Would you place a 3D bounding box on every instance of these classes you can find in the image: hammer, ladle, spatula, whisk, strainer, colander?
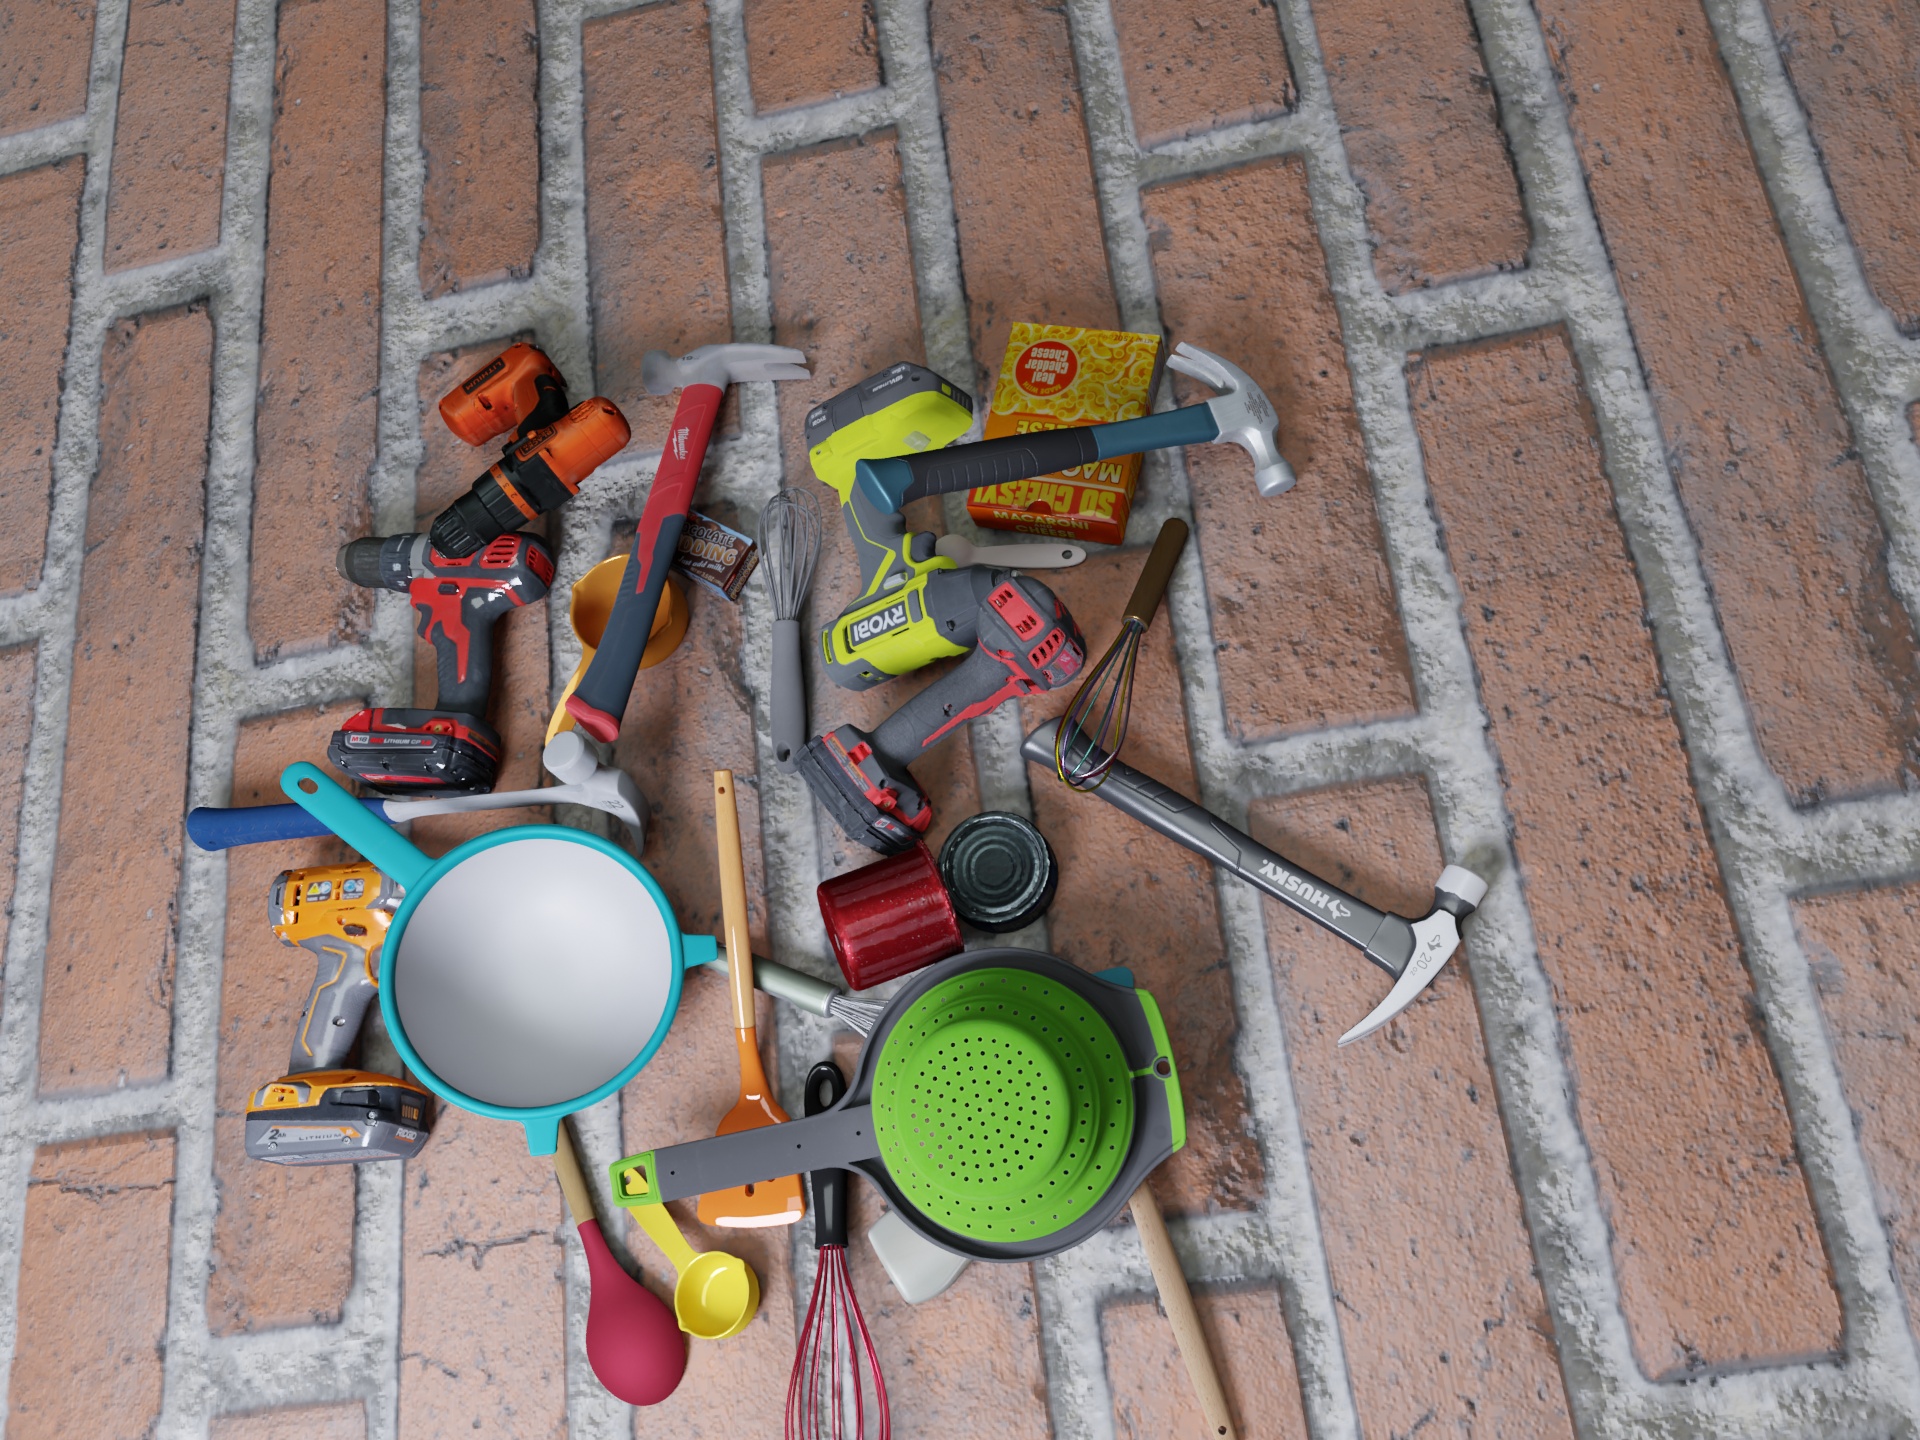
[{"bbox_3d":[-0.430,0.073,1.243,0.405,0.143,0.035,-6,58,20],"label":"hammer"},{"bbox_3d":[0.185,0.094,1.124,0.335,0.035,0.146,30,80,21],"label":"hammer"},{"bbox_3d":[-0.277,0.339,1.153,0.069,0.031,0.316,-28,66,2],"label":"ladle"},{"bbox_3d":[-0.221,-0.151,1.248,0.143,0.038,0.387,1,56,12],"label":"hammer"},{"bbox_3d":[0.125,0.323,1.067,0.082,0.044,0.318,-20,73,5],"label":"spatula"},{"bbox_3d":[-0.158,0.196,1.135,0.081,0.041,0.322,-4,92,12],"label":"spatula"},{"bbox_3d":[0.122,-0.050,1.168,0.047,0.051,0.245,26,63,-1],"label":"whisk"},{"bbox_3d":[-0.134,-0.074,1.253,0.055,0.055,0.239,-5,75,11],"label":"whisk"},{"bbox_3d":[-0.359,0.150,1.172,0.340,0.095,0.211,37,70,6],"label":"strainer"},{"bbox_3d":[0.084,-0.201,1.175,0.331,0.033,0.128,-13,75,-18],"label":"hammer"},{"bbox_3d":[-0.085,0.206,1.143,0.246,0.057,0.059,17,84,23],"label":"whisk"},{"bbox_3d":[-0.088,0.378,1.080,0.073,0.073,0.296,-9,63,10],"label":"whisk"},{"bbox_3d":[-0.057,0.267,1.033,0.397,0.094,0.205,-14,77,9],"label":"colander"}]

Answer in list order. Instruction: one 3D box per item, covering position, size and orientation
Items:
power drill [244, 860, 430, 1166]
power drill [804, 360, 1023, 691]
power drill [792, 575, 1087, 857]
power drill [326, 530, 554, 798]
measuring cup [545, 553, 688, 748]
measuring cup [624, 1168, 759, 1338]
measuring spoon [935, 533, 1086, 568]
[{"bbox_3d":[-0.449,0.214,1.207,0.164,0.084,0.227,-7,66,10],"label":"power drill"},{"bbox_3d":[-0.038,-0.151,1.218,0.171,0.080,0.223,-22,67,29],"label":"power drill"},{"bbox_3d":[-0.002,-0.004,1.151,0.219,0.143,0.079,-41,67,4],"label":"power drill"},{"bbox_3d":[-0.444,-0.056,1.301,0.188,0.080,0.227,3,69,14],"label":"power drill"},{"bbox_3d":[-0.280,-0.047,1.272,0.095,0.052,0.174,21,79,19],"label":"measuring cup"},{"bbox_3d":[-0.198,0.372,1.128,0.062,0.029,0.157,-47,56,-4],"label":"measuring cup"},{"bbox_3d":[0.036,-0.132,1.245,0.124,0.018,0.034,2,72,13],"label":"measuring spoon"}]
